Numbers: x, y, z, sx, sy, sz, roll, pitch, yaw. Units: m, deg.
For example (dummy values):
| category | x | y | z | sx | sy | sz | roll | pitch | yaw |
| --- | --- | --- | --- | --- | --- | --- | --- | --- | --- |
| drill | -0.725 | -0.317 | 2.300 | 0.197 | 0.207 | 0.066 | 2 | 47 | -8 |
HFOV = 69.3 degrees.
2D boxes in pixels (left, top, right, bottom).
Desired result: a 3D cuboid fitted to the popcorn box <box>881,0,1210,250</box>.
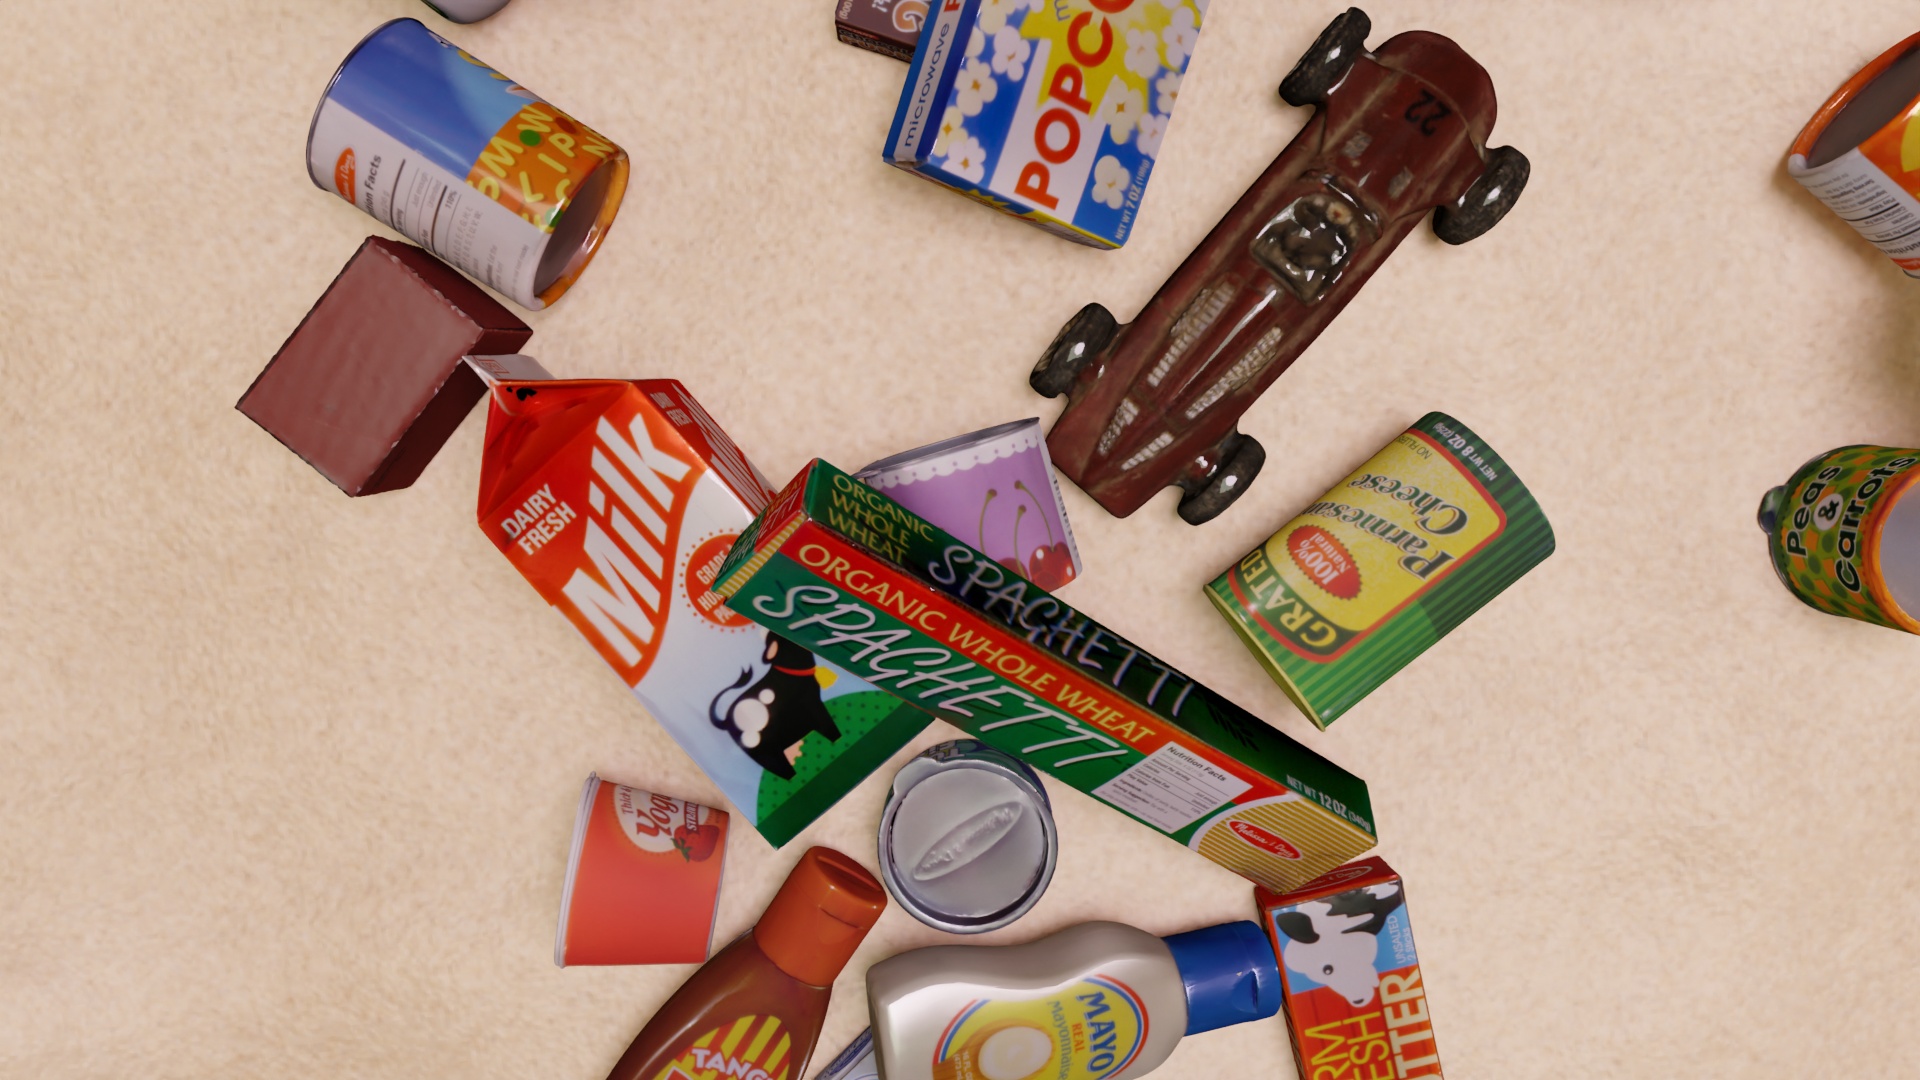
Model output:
| category | x | y | z | sx | sy | sz | roll | pitch | yaw |
| --- | --- | --- | --- | --- | --- | --- | --- | --- | --- |
| popcorn box | 0.034 | -0.172 | 0.469 | 0.085 | 0.038 | 0.126 | 15 | 97 | -31 |

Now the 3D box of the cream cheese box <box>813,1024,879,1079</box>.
| category | x | y | z | sx | sy | sz | roll | pitch | yaw |
| --- | --- | --- | --- | --- | --- | --- | --- | --- | --- |
| cream cheese box | -0.006 | 0.232 | 0.536 | 0.053 | 0.024 | 0.104 | -44 | 95 | 3 |

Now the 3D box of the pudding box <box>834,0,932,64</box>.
| category | x | y | z | sx | sy | sz | roll | pitch | yaw |
| --- | --- | --- | --- | --- | --- | --- | --- | --- | --- |
| pudding box | -0.008 | -0.211 | 0.486 | 0.050 | 0.030 | 0.083 | 18 | 96 | -3 |

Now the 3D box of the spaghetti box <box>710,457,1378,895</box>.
| category | x | y | z | sx | sy | sz | roll | pitch | yaw |
| --- | --- | --- | --- | --- | --- | --- | --- | --- | --- |
| spaghetti box | 0.037 | 0.053 | 0.464 | 0.250 | 0.029 | 0.050 | 31 | 129 | -23 |

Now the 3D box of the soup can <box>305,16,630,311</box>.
| category | x | y | z | sx | sy | sz | roll | pitch | yaw |
| --- | --- | --- | --- | --- | --- | --- | --- | --- | --- |
| soup can | -0.165 | -0.130 | 0.478 | 0.084 | 0.071 | 0.071 | 31 | 95 | -4 |

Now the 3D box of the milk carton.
| category | x | y | z | sx | sy | sz | roll | pitch | yaw |
| --- | --- | --- | --- | --- | --- | --- | --- | --- | --- |
| milk carton | -0.097 | 0.007 | 0.488 | 0.073 | 0.072 | 0.190 | -41 | 95 | 5 |

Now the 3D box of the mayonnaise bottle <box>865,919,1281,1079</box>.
| category | x | y | z | sx | sy | sz | roll | pitch | yaw |
| --- | --- | --- | --- | --- | --- | --- | --- | --- | --- |
| mayonnaise bottle | 0.042 | 0.172 | 0.509 | 0.148 | 0.041 | 0.064 | -9 | 100 | -11 |

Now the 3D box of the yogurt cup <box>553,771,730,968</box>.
| category | x | y | z | sx | sy | sz | roll | pitch | yaw |
| --- | --- | --- | --- | --- | --- | --- | --- | --- | --- |
| yogurt cup | -0.115 | 0.123 | 0.506 | 0.054 | 0.072 | 0.072 | 9 | 96 | -9 |

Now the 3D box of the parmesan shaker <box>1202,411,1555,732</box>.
| category | x | y | z | sx | sy | sz | roll | pitch | yaw |
| --- | --- | --- | --- | --- | --- | --- | --- | --- | --- |
| parmesan shaker | 0.146 | 0.008 | 0.494 | 0.103 | 0.071 | 0.071 | -39 | 95 | 3 |

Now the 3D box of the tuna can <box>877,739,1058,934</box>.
| category | x | y | z | sx | sy | sz | roll | pitch | yaw |
| --- | --- | --- | --- | --- | --- | --- | --- | --- | --- |
| tuna can | 0.001 | 0.107 | 0.519 | 0.071 | 0.033 | 0.071 | 0 | 96 | 0 |

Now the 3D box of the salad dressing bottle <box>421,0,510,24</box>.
| category | x | y | z | sx | sy | sz | roll | pitch | yaw |
| --- | --- | --- | --- | --- | --- | --- | --- | --- | --- |
| salad dressing bottle | -0.178 | -0.202 | 0.427 | 0.044 | 0.148 | 0.064 | -35 | 95 | 4 |

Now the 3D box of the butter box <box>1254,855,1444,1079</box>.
| category | x | y | z | sx | sy | sz | roll | pitch | yaw |
| --- | --- | --- | --- | --- | --- | --- | --- | --- | --- |
| butter box | 0.150 | 0.178 | 0.531 | 0.053 | 0.024 | 0.103 | -14 | 96 | 1 |

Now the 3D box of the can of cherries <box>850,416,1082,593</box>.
| category | x | y | z | sx | sy | sz | roll | pitch | yaw |
| --- | --- | --- | --- | --- | --- | --- | --- | --- | --- |
| can of cherries | 0.002 | -0.006 | 0.489 | 0.071 | 0.071 | 0.058 | -16 | 97 | 2 |

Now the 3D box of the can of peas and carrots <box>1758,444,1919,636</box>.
| category | x | y | z | sx | sy | sz | roll | pitch | yaw |
| --- | --- | --- | --- | --- | --- | --- | --- | --- | --- |
| can of peas and carrots | 0.336 | -0.001 | 0.495 | 0.071 | 0.059 | 0.071 | 0 | 96 | 0 |

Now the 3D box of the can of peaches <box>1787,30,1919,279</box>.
| category | x | y | z | sx | sy | sz | roll | pitch | yaw |
| --- | --- | --- | --- | --- | --- | --- | --- | --- | --- |
| can of peaches | 0.335 | -0.136 | 0.477 | 0.058 | 0.071 | 0.071 | 37 | 95 | -3 |

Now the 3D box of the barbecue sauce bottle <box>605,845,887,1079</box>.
| category | x | y | z | sx | sy | sz | roll | pitch | yaw |
| --- | --- | --- | --- | --- | --- | --- | --- | --- | --- |
| barbecue sauce bottle | -0.082 | 0.184 | 0.521 | 0.065 | 0.044 | 0.148 | 32 | 95 | -18 |
